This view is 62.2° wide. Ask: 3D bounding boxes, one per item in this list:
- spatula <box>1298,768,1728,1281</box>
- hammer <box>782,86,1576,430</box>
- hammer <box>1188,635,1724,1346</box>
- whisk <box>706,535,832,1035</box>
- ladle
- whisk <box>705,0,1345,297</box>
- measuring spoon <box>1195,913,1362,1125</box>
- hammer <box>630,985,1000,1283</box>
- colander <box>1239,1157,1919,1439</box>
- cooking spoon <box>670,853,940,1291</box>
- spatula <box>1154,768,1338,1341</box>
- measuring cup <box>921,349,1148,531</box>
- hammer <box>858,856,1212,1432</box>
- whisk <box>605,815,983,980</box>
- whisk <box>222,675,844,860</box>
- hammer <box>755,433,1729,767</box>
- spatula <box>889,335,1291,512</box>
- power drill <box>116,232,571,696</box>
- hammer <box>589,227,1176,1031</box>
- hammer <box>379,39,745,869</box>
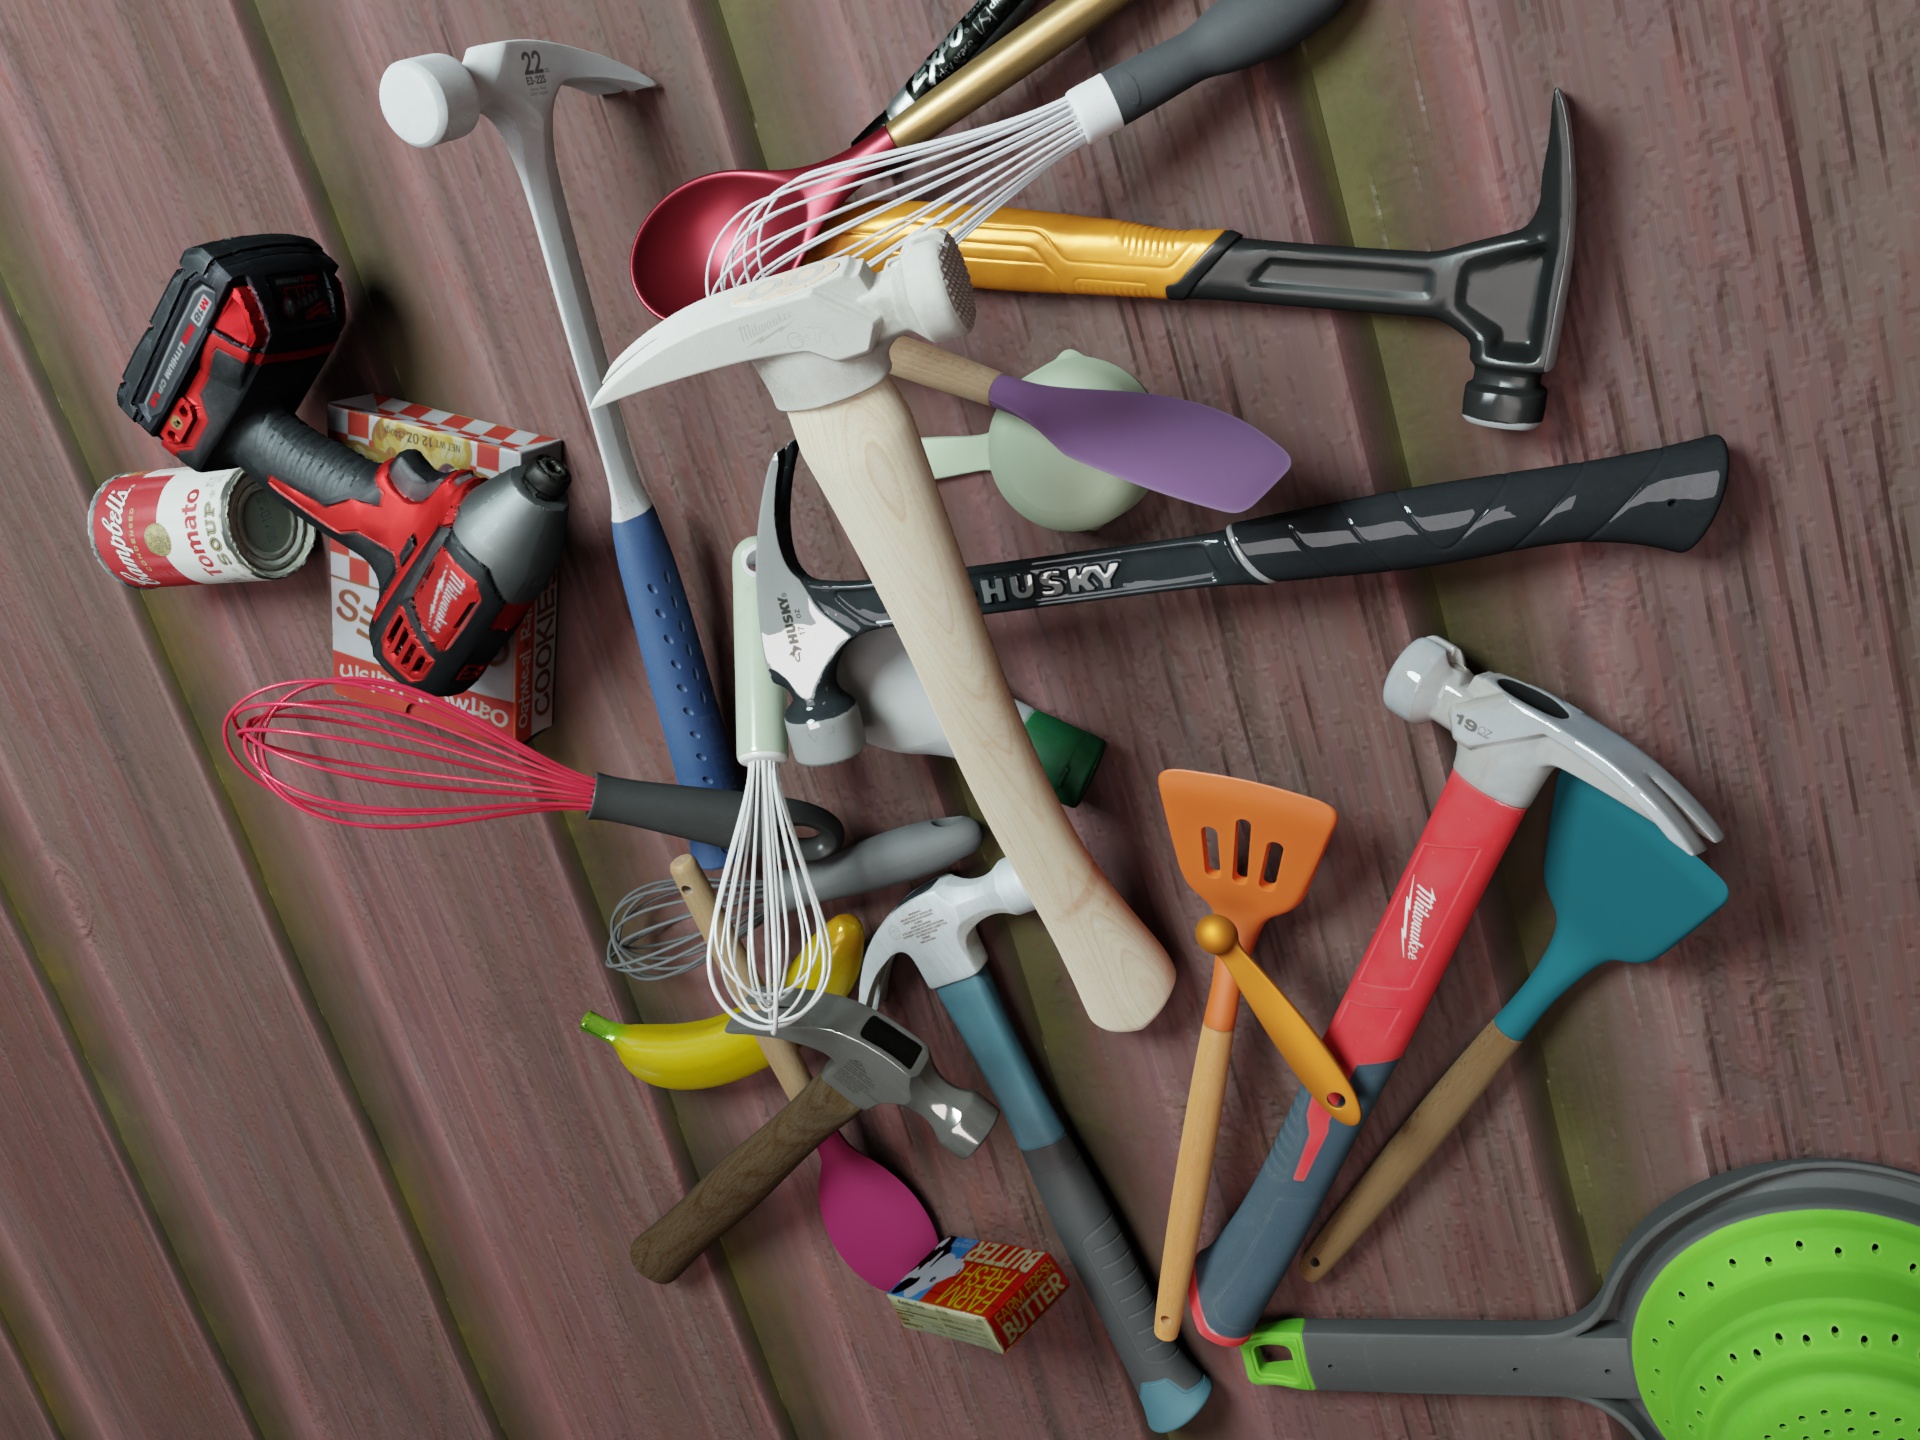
[{"bbox_3d":[0.232,0.161,0.733,0.082,0.044,0.317,45,124,30],"label":"spatula"},{"bbox_3d":[0.079,-0.201,0.668,0.337,0.034,0.127,9,113,20],"label":"hammer"},{"bbox_3d":[0.196,0.161,0.730,0.143,0.038,0.386,38,125,34],"label":"hammer"},{"bbox_3d":[-0.094,0.026,0.764,0.057,0.059,0.246,-1,73,-10],"label":"whisk"},{"bbox_3d":[-0.007,-0.259,0.665,0.315,0.031,0.069,-28,85,19],"label":"ladle"},{"bbox_3d":[0.025,-0.227,0.635,0.284,0.070,0.070,-26,98,8],"label":"whisk"},{"bbox_3d":[0.144,0.137,0.718,0.021,0.011,0.117,-36,90,32],"label":"measuring spoon"},{"bbox_3d":[-0.112,0.242,0.871,0.130,0.031,0.331,39,133,-3],"label":"hammer"},{"bbox_3d":[0.314,0.316,0.725,0.397,0.094,0.204,-10,105,26],"label":"colander"},{"bbox_3d":[-0.085,0.203,0.861,0.069,0.017,0.318,-11,118,23],"label":"cooking spoon"},{"bbox_3d":[0.118,0.171,0.765,0.081,0.041,0.322,13,111,19],"label":"spatula"},{"bbox_3d":[0.007,-0.119,0.725,0.167,0.038,0.083,-3,108,21],"label":"measuring cup"},{"bbox_3d":[0.051,0.233,0.842,0.128,0.033,0.331,-22,99,27],"label":"hammer"},{"bbox_3d":[-0.093,0.091,0.846,0.239,0.055,0.055,-19,101,22],"label":"whisk"},{"bbox_3d":[-0.197,0.032,0.766,0.295,0.073,0.073,12,118,-18],"label":"whisk"},{"bbox_3d":[0.102,-0.073,0.674,0.409,0.036,0.149,-7,111,16],"label":"hammer"},{"bbox_3d":[-0.002,-0.151,0.690,0.316,0.060,0.018,25,143,29],"label":"spatula"},{"bbox_3d":[-0.293,-0.130,0.786,0.219,0.078,0.143,44,118,0],"label":"power drill"},{"bbox_3d":[-0.001,-0.002,0.683,0.146,0.038,0.410,-13,128,18],"label":"hammer"},{"bbox_3d":[-0.157,-0.113,0.768,0.035,0.144,0.405,3,119,27],"label":"hammer"}]
